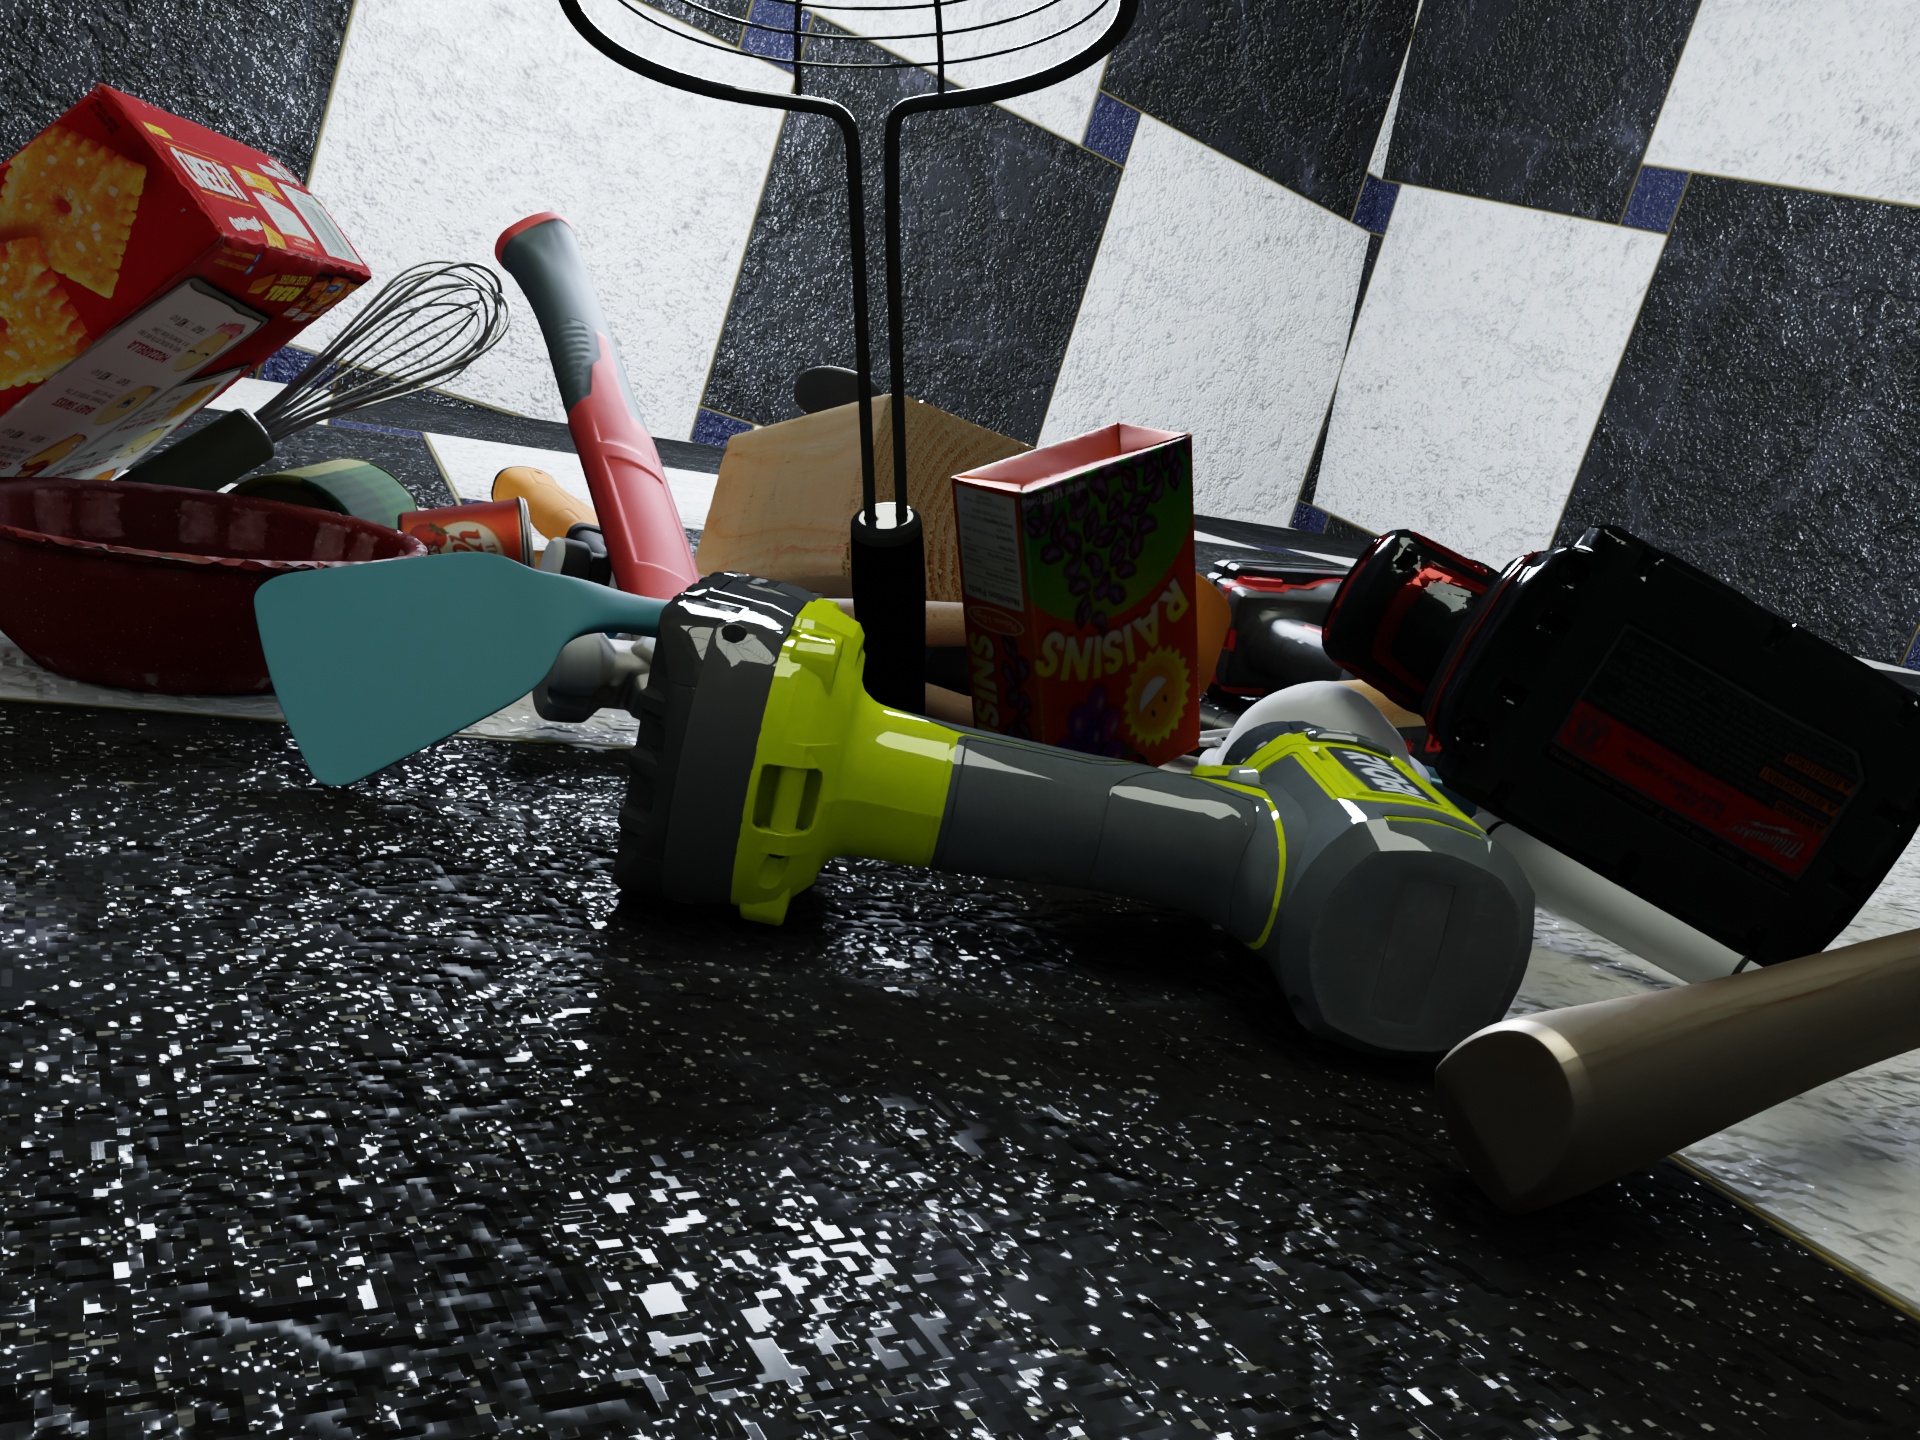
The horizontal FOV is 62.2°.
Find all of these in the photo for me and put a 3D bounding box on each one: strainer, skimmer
[{"bbox_3d":[0.176,0.036,0.551,0.087,0.050,0.259,-15,33,-36],"label":"strainer"},{"bbox_3d":[-0.025,-0.080,0.454,0.127,0.363,0.090,0,51,0],"label":"skimmer"}]

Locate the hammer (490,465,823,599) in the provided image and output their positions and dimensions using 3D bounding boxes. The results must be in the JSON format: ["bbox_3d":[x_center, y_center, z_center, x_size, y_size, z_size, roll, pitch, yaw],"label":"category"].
[{"bbox_3d":[-0.188,-0.095,0.839,0.127,0.034,0.337,11,10,-29],"label":"hammer"}]

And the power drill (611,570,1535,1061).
[{"bbox_3d":[0.030,0.019,0.464,0.228,0.080,0.190,12,11,-2],"label":"power drill"}]

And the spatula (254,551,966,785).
[{"bbox_3d":[-0.080,-0.029,0.574,0.317,0.044,0.082,-3,52,-43],"label":"spatula"}]

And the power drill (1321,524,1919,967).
[{"bbox_3d":[0.218,0.006,0.510,0.188,0.080,0.227,30,9,1],"label":"power drill"}]

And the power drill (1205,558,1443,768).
[{"bbox_3d":[0.227,-0.027,0.840,0.143,0.078,0.220,1,15,-20],"label":"power drill"}]

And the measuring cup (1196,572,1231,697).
[{"bbox_3d":[0.059,-0.033,0.820,0.095,0.052,0.173,35,-29,-30],"label":"measuring cup"}]

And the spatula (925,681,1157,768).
[{"bbox_3d":[-0.001,-0.002,0.685,0.059,0.018,0.316,-18,26,-36],"label":"spatula"}]

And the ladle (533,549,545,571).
[{"bbox_3d":[-0.162,-0.087,0.953,0.315,0.031,0.069,1,13,-30],"label":"ladle"}]

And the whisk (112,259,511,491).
[{"bbox_3d":[-0.299,-0.129,0.690,0.058,0.059,0.246,43,65,16],"label":"whisk"}]

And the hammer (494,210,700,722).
[{"bbox_3d":[-0.143,-0.127,0.719,0.143,0.038,0.387,6,38,-29],"label":"hammer"}]

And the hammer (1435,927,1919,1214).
[{"bbox_3d":[0.277,0.056,0.405,0.410,0.146,0.038,-3,51,-34],"label":"hammer"}]

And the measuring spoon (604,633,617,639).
[{"bbox_3d":[-0.168,-0.046,0.765,0.042,0.021,0.128,18,7,8],"label":"measuring spoon"}]

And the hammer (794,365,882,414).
[{"bbox_3d":[0.001,-0.134,1.013,0.149,0.036,0.408,11,-7,24],"label":"hammer"}]

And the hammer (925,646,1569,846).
[{"bbox_3d":[0.115,0.007,0.703,0.331,0.033,0.128,16,13,28],"label":"hammer"}]

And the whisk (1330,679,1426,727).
[{"bbox_3d":[0.257,-0.014,0.707,0.245,0.047,0.051,-4,-15,-23],"label":"whisk"}]
